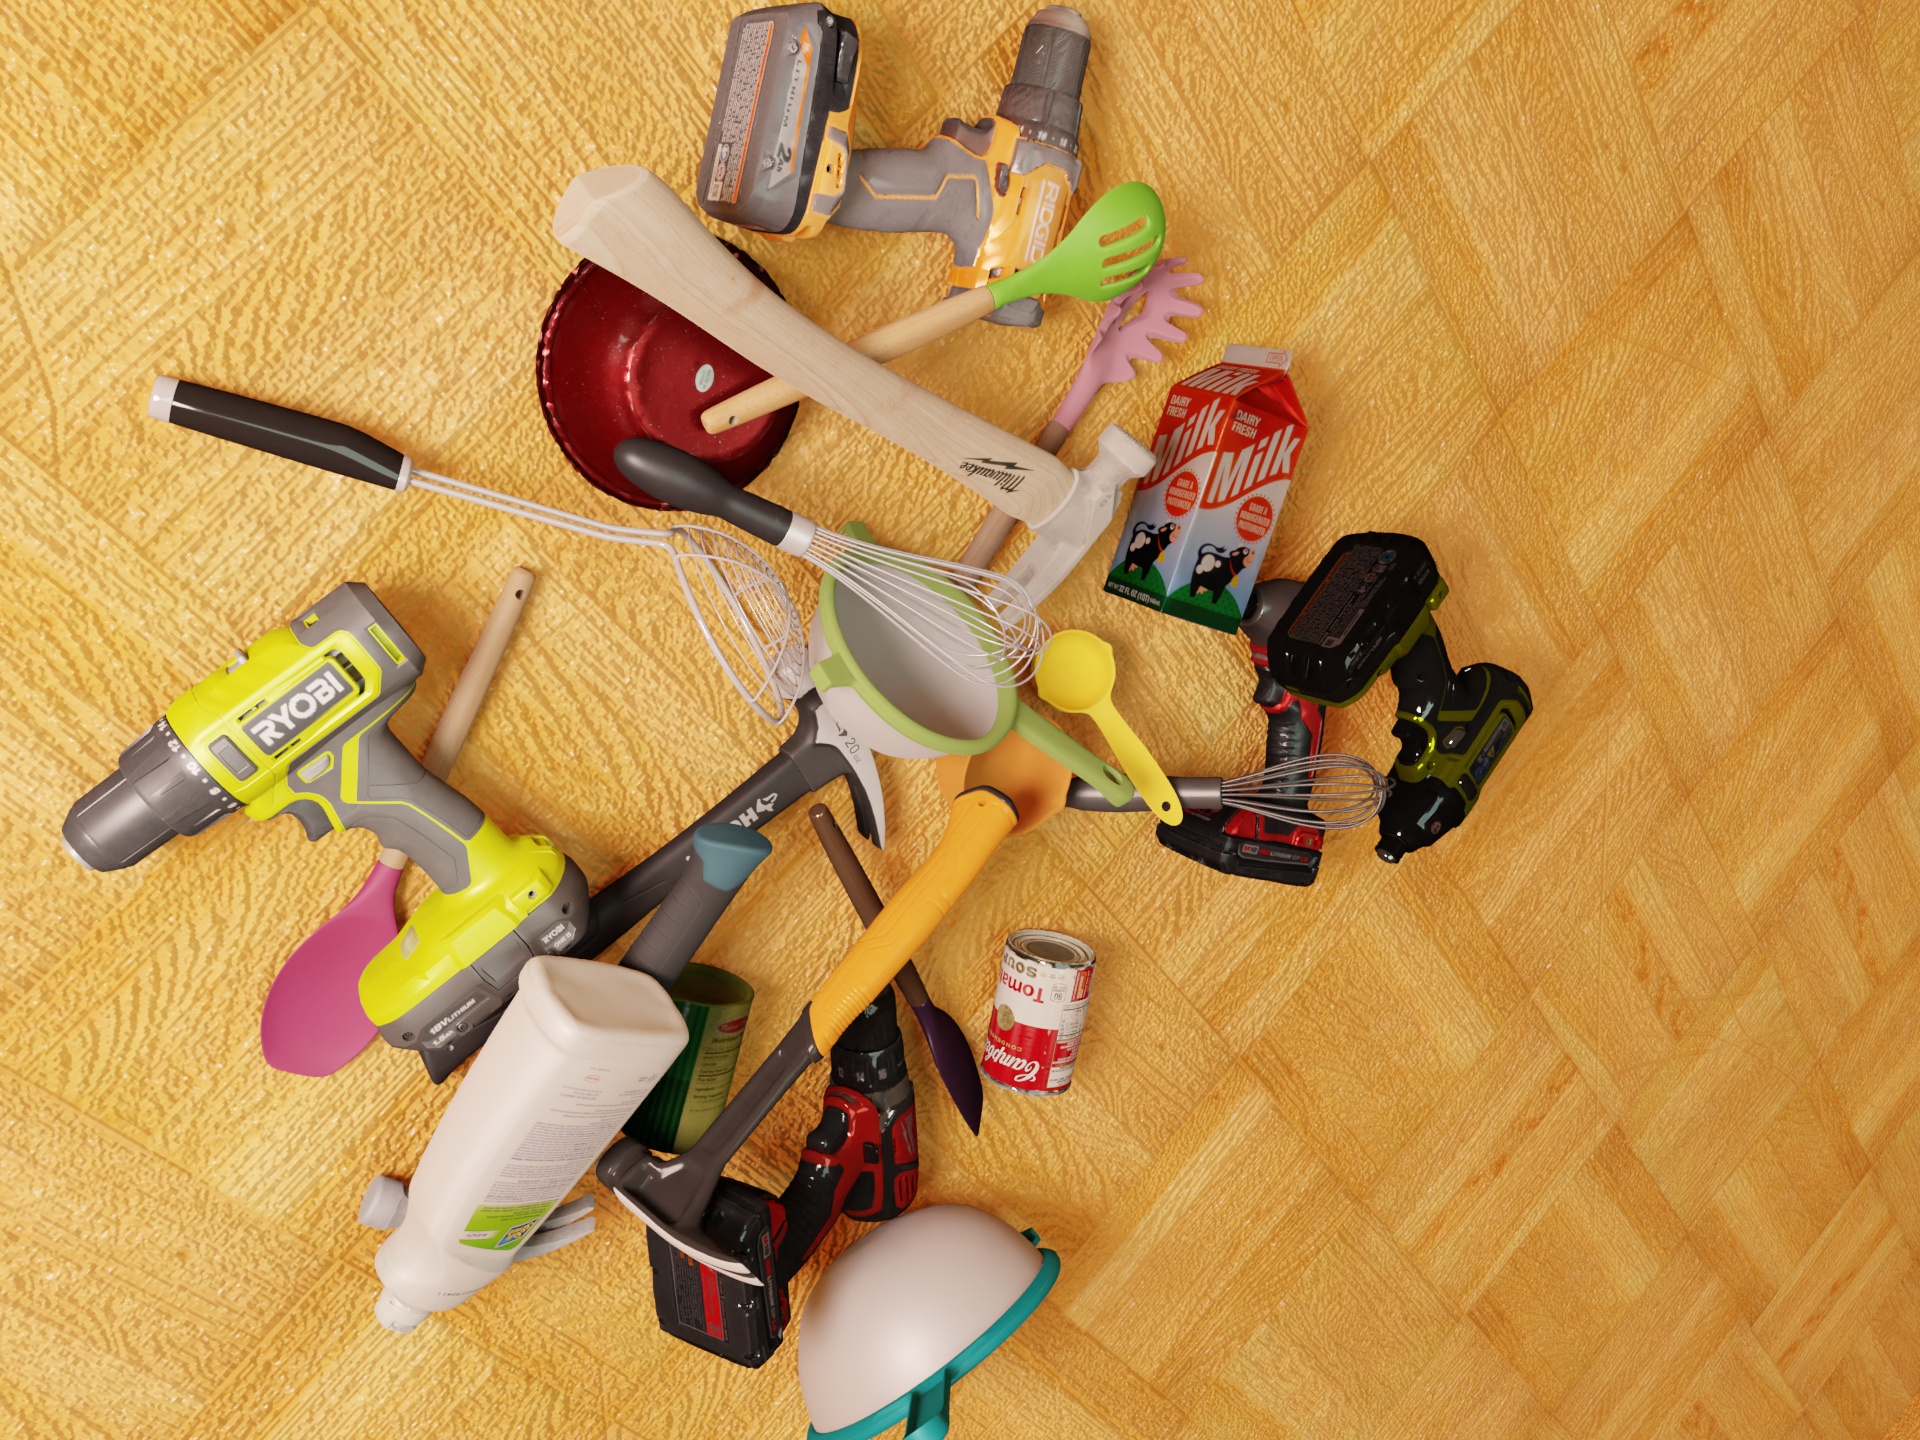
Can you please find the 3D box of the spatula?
[{"bbox_3d":[-0.037,0.170,1.077,0.018,0.060,0.315,-11,128,17],"label":"spatula"}]

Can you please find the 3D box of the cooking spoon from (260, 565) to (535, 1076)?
[{"bbox_3d":[-0.313,0.058,0.904,0.068,0.017,0.319,24,94,-34],"label":"cooking spoon"}]

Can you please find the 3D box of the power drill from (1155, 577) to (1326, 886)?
[{"bbox_3d":[0.231,0.004,1.183,0.143,0.079,0.219,13,96,-35],"label":"power drill"}]

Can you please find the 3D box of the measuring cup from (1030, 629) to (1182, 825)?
[{"bbox_3d":[0.103,0.008,1.097,0.062,0.029,0.156,-35,95,-10],"label":"measuring cup"}]

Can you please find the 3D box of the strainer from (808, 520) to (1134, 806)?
[{"bbox_3d":[-0.002,-0.003,1.003,0.256,0.152,0.069,34,127,-25],"label":"strainer"}]

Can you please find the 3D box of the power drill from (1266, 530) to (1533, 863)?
[{"bbox_3d":[0.319,-0.013,1.151,0.171,0.080,0.223,-53,126,-14],"label":"power drill"}]

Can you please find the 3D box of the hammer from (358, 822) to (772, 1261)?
[{"bbox_3d":[-0.218,0.194,0.943,0.128,0.033,0.331,30,104,-25],"label":"hammer"}]

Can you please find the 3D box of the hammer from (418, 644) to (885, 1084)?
[{"bbox_3d":[-0.191,0.107,0.984,0.335,0.035,0.146,-38,121,-15],"label":"hammer"}]

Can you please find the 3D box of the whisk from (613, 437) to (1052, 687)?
[{"bbox_3d":[-0.066,-0.094,0.909,0.284,0.070,0.070,24,93,-25],"label":"whisk"}]

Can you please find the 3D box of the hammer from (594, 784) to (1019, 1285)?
[{"bbox_3d":[-0.068,0.173,0.963,0.337,0.127,0.034,-50,141,-21],"label":"hammer"}]

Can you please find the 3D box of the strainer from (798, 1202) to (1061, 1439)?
[{"bbox_3d":[-0.040,0.392,1.044,0.211,0.340,0.095,-34,83,-5],"label":"strainer"}]

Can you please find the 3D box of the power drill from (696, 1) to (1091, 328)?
[{"bbox_3d":[-0.023,-0.339,0.911,0.226,0.084,0.185,6,103,-37],"label":"power drill"}]

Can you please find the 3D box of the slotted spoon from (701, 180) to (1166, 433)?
[{"bbox_3d":[-0.005,-0.230,0.911,0.314,0.031,0.070,-27,138,-16],"label":"slotted spoon"}]

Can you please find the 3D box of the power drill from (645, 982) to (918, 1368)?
[{"bbox_3d":[-0.102,0.280,1.030,0.227,0.080,0.187,-32,126,-54],"label":"power drill"}]

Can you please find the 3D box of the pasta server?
[{"bbox_3d":[0.056,-0.168,1.040,0.060,0.040,0.316,34,88,-46],"label":"pasta server"}]

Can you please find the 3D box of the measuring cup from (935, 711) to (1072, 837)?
[{"bbox_3d":[0.003,0.065,1.079,0.095,0.052,0.173,35,88,-35],"label":"measuring cup"}]

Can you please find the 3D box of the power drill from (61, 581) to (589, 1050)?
[{"bbox_3d":[-0.326,0.065,0.843,0.190,0.080,0.228,-40,119,-12],"label":"power drill"}]

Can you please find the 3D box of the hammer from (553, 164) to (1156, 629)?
[{"bbox_3d":[-0.054,-0.173,0.882,0.410,0.038,0.146,23,113,-46],"label":"hammer"}]

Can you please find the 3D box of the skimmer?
[{"bbox_3d":[-0.247,-0.089,0.861,0.363,0.127,0.090,16,117,-23],"label":"skimmer"}]

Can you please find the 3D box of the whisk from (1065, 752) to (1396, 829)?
[{"bbox_3d":[0.181,0.049,1.111,0.239,0.055,0.055,-1,113,13],"label":"whisk"}]
